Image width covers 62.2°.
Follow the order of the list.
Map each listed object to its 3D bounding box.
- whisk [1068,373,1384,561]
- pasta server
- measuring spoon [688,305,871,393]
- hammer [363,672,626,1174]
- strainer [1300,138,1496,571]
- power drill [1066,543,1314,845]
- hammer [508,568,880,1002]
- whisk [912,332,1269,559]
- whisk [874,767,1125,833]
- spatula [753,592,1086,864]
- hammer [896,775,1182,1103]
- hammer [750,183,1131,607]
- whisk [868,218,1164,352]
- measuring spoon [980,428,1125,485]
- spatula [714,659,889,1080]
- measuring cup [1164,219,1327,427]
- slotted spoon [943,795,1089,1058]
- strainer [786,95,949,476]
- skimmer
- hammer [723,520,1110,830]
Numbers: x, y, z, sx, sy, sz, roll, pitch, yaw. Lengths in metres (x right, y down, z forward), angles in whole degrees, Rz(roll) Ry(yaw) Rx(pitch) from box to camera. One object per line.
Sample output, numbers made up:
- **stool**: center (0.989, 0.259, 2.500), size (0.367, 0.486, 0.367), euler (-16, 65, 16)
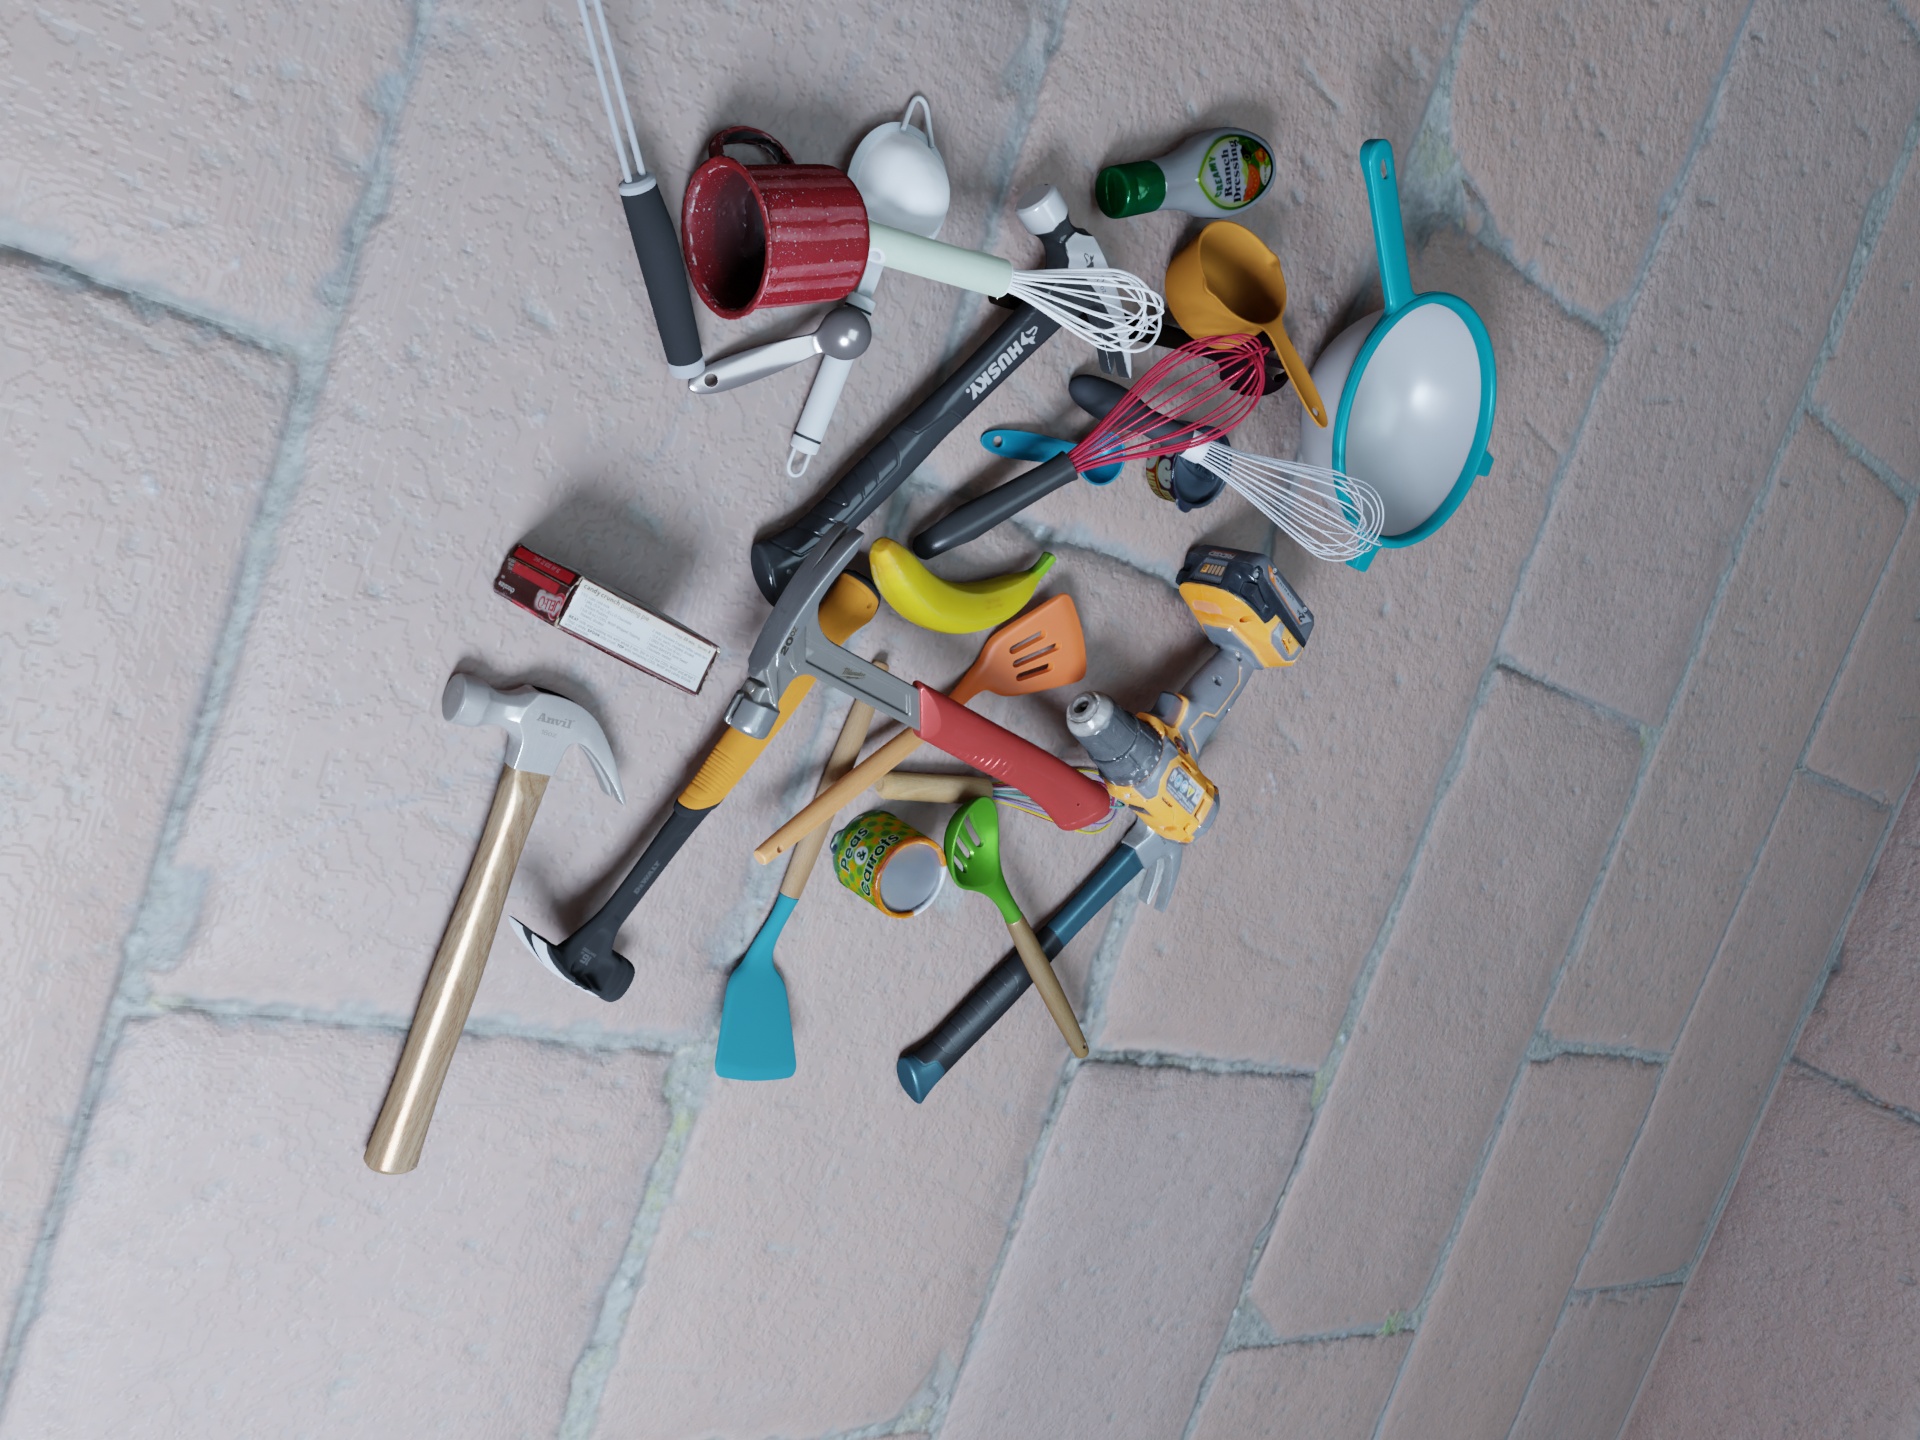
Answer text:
- **whisk**: center (0.206, -0.197, 1.221), size (0.284, 0.070, 0.070), euler (24, 93, -16)
- **pasta server**: center (0.146, -0.294, 1.208), size (0.316, 0.040, 0.060), euler (3, 107, -36)
- **measuring spoon**: center (-0.113, -0.230, 1.006), size (0.124, 0.018, 0.034), euler (-22, 117, -11)
- **hammer**: center (-0.311, 0.136, 1.015), size (0.130, 0.031, 0.331), euler (15, 99, -41)
- **strainer**: center (0.335, -0.308, 1.308), size (0.211, 0.095, 0.340), euler (-36, 126, -25)
- **power drill**: center (0.182, -0.033, 1.292), size (0.185, 0.084, 0.226), euler (41, 74, -42)
- **hammer**: center (-0.164, 0.032, 1.065), size (0.337, 0.034, 0.127), euler (-54, 156, -13)
- **whisk**: center (0.096, -0.193, 1.145), size (0.296, 0.073, 0.073), euler (-30, 127, -2)
- **whisk**: center (0.037, 0.061, 1.259), size (0.244, 0.051, 0.047), euler (6, 110, -37)
- **spatula**: center (-0.025, 0.011, 1.169), size (0.322, 0.041, 0.081), euler (-39, 129, -32)
- **hammer**: center (0.069, 0.192, 1.347), size (0.331, 0.033, 0.128), euler (-43, 129, -16)
- **hammer**: center (-0.016, -0.202, 1.092), size (0.335, 0.035, 0.146), euler (-46, 126, -9)
- **whisk**: center (0.034, -0.288, 1.041), size (0.246, 0.058, 0.059), euler (6, 78, -32)
- **measuring spoon**: center (0.066, -0.203, 1.190), size (0.128, 0.021, 0.042), euler (3, 106, -30)
- **spatula**: center (-0.107, 0.108, 1.160), size (0.082, 0.044, 0.317), euler (16, 97, -49)
- **measuring cup**: center (0.217, -0.288, 1.198), size (0.095, 0.052, 0.173), euler (-32, 94, -38)
- **slotted spoon**: center (0.050, 0.177, 1.286), size (0.070, 0.031, 0.313), euler (-55, 135, -33)
- **strainer**: center (-0.060, -0.279, 1.037), size (0.086, 0.050, 0.258), euler (14, 103, -45)
- **skimmer**: center (-0.210, -0.364, 0.884), size (0.127, 0.090, 0.362), euler (-35, 137, -26)
- **hammer**: center (-0.002, -0.004, 1.131), size (0.358, 0.037, 0.149), euler (28, 94, -45)
